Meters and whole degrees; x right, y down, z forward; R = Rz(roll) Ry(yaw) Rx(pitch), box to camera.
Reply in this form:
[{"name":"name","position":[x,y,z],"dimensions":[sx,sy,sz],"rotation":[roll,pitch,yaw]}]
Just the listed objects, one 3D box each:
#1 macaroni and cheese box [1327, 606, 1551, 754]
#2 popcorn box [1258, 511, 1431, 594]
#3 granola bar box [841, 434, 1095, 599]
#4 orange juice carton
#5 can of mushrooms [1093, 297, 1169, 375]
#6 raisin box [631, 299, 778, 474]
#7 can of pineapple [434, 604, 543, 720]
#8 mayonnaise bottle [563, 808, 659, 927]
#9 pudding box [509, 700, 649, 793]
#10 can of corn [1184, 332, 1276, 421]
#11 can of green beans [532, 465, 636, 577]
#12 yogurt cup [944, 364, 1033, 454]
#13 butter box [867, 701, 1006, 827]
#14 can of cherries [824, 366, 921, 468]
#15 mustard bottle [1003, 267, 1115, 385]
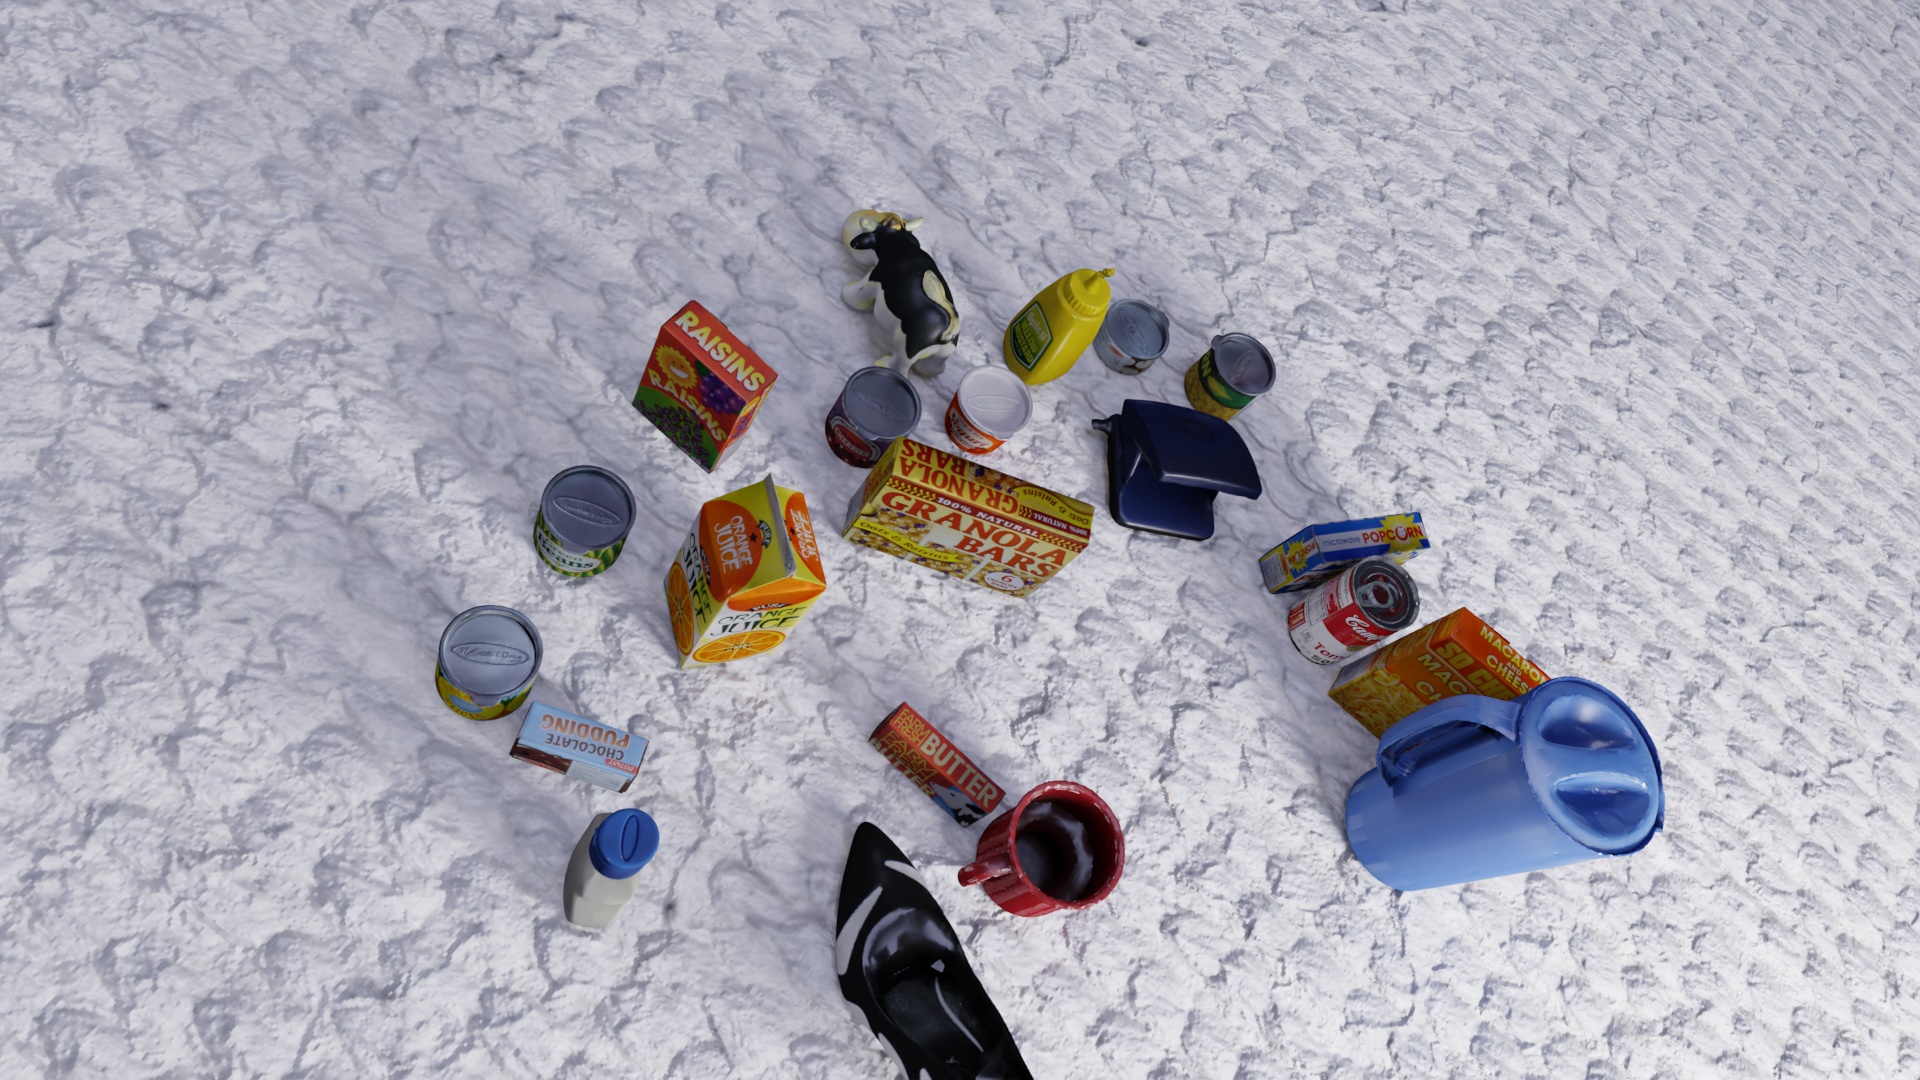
[{"name":"macaroni and cheese box","position":[0.411,0.132,1.175],"dimensions":[0.124,0.165,0.040],"rotation":[40,58,-2]},{"name":"popcorn box","position":[0.345,0.011,1.250],"dimensions":[0.127,0.085,0.038],"rotation":[-6,70,-26]},{"name":"granola bar box","position":[0.004,-0.014,1.090],"dimensions":[0.165,0.123,0.039],"rotation":[19,61,-15]},{"name":"orange juice carton","position":[-0.148,0.023,0.966],"dimensions":[0.073,0.191,0.072],"rotation":[-7,70,-26]},{"name":"can of mushrooms","position":[0.160,-0.190,1.293],"dimensions":[0.071,0.033,0.071],"rotation":[9,64,-20]},{"name":"raisin box","position":[-0.195,-0.114,1.050],"dimensions":[0.086,0.123,0.040],"rotation":[43,58,-1]},{"name":"can of pineapple","position":[-0.321,0.085,0.941],"dimensions":[0.071,0.057,0.071],"rotation":[9,64,-20]},{"name":"mayonnaise bottle","position":[-0.221,0.203,0.877],"dimensions":[0.041,0.147,0.065],"rotation":[12,63,-18]},{"name":"pudding box","position":[-0.260,0.142,0.947],"dimensions":[0.084,0.049,0.030],"rotation":[21,60,-13]},{"name":"can of corn","position":[0.250,-0.154,1.301],"dimensions":[0.071,0.058,0.071],"rotation":[9,64,-20]},{"name":"can of green beans","position":[-0.273,-0.013,1.008],"dimensions":[0.071,0.057,0.071],"rotation":[9,64,-20]},{"name":"yogurt cup","position":[0.021,-0.108,1.183],"dimensions":[0.072,0.053,0.072],"rotation":[9,64,-20]},{"name":"butter box","position":[-0.019,0.168,1.037],"dimensions":[0.103,0.053,0.024],"rotation":[42,58,-1]},{"name":"can of cherries","position":[-0.074,-0.098,1.134],"dimensions":[0.071,0.058,0.072],"rotation":[9,64,-20]},{"name":"mustard bottle","position":[0.089,-0.192,1.188],"dimensions":[0.049,0.159,0.065],"rotation":[-14,74,-28]}]
